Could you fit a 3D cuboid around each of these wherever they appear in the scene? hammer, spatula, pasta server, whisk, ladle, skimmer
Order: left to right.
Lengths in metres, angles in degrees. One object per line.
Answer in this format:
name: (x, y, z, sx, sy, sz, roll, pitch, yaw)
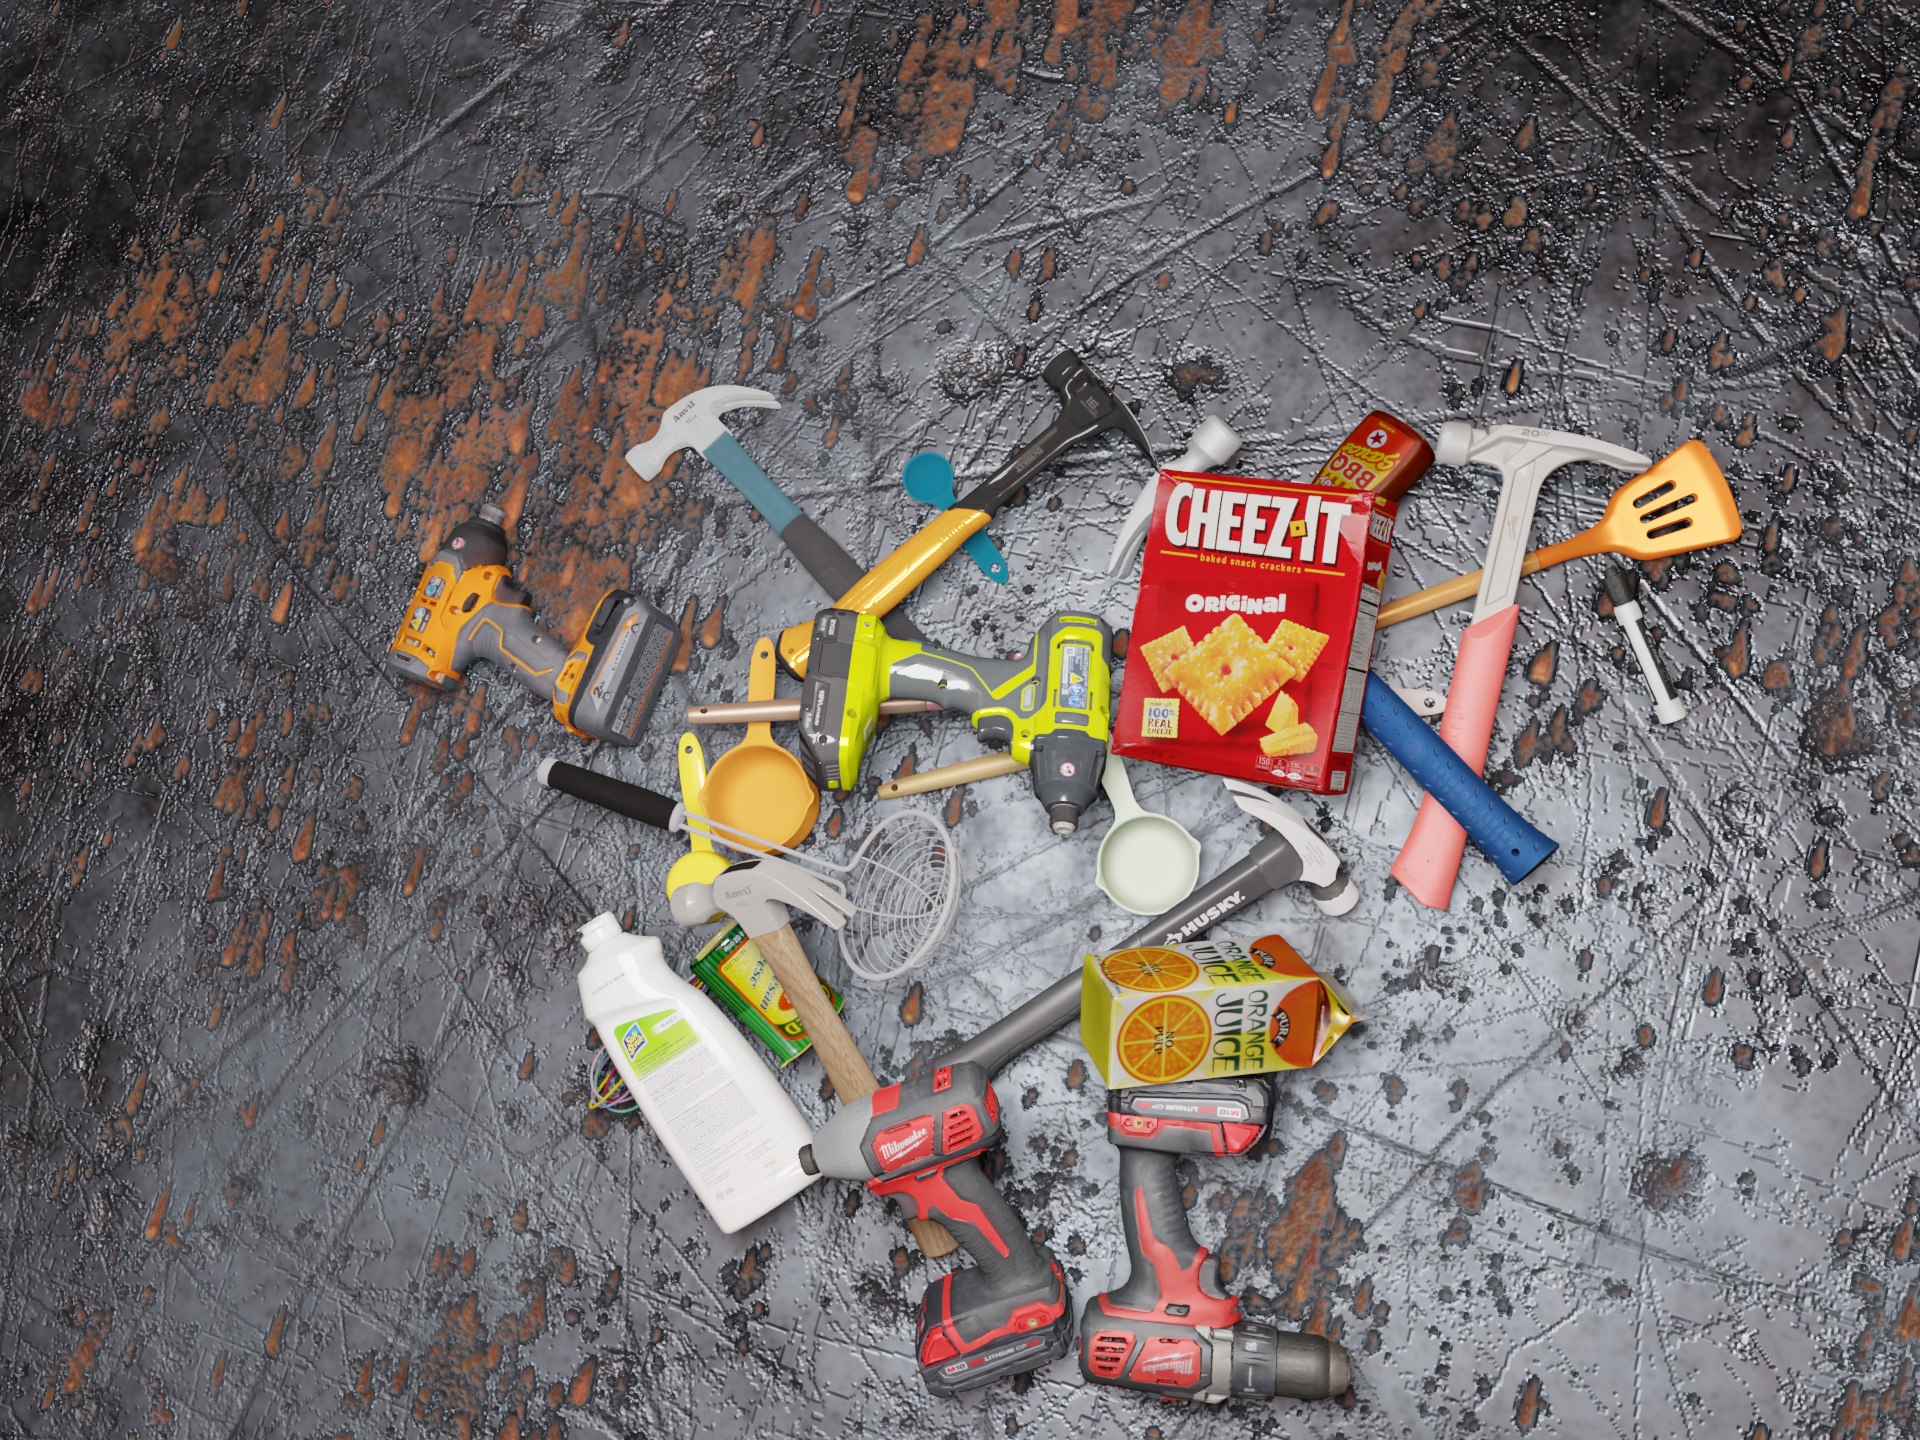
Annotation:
whisk: (-0.207, 0.211, 1.249, 0.051, 0.047, 0.245, 39, 85, 16)
skimmer: (-0.167, 0.087, 1.186, 0.363, 0.090, 0.127, 18, 84, 14)
hammer: (-0.131, -0.150, 1.310, 0.128, 0.033, 0.331, -43, 75, 1)
hammer: (-0.082, 0.247, 1.149, 0.130, 0.031, 0.331, -20, 104, 31)
pasta server: (-0.054, -0.017, 1.237, 0.316, 0.040, 0.060, -3, 61, -3)
hammer: (-0.005, -0.142, 1.243, 0.337, 0.034, 0.127, -39, 64, 4)
ladle: (0.086, 0.020, 1.240, 0.315, 0.031, 0.069, -14, 77, 9)
hammer: (0.121, 0.172, 1.168, 0.335, 0.146, 0.035, -35, 33, 10)
hammer: (0.271, -0.040, 1.169, 0.144, 0.035, 0.406, -48, 68, 20)
hammer: (0.391, -0.037, 1.165, 0.149, 0.036, 0.359, 13, 88, 15)
spatula: (0.411, -0.114, 1.196, 0.322, 0.041, 0.081, -20, 80, 7)

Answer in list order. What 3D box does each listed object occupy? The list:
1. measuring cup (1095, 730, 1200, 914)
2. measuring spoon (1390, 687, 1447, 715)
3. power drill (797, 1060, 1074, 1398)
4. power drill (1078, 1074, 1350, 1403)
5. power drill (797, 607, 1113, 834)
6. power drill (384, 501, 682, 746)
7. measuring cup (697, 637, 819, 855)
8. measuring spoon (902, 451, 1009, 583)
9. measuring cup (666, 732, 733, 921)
measuring cup: (0.127, 0.068, 1.213, 0.083, 0.038, 0.168, -22, 77, 6)
measuring spoon: (0.308, -0.018, 1.207, 0.124, 0.018, 0.034, 4, 80, 11)
power drill: (-0.015, 0.354, 1.116, 0.143, 0.079, 0.219, -20, 105, 6)
power drill: (0.182, 0.367, 1.128, 0.188, 0.080, 0.227, 2, 82, 11)
power drill: (-0.002, -0.004, 1.172, 0.223, 0.080, 0.171, 5, 61, 2)
power drill: (-0.351, -0.082, 1.316, 0.226, 0.084, 0.164, 19, 82, 18)
measuring cup: (-0.154, 0.023, 1.271, 0.095, 0.052, 0.174, -1, 77, 11)
measuring spoon: (0.000, -0.163, 1.300, 0.042, 0.021, 0.128, -36, 84, 3)
measuring cup: (-0.215, 0.084, 1.280, 0.062, 0.029, 0.156, -11, 79, 9)
